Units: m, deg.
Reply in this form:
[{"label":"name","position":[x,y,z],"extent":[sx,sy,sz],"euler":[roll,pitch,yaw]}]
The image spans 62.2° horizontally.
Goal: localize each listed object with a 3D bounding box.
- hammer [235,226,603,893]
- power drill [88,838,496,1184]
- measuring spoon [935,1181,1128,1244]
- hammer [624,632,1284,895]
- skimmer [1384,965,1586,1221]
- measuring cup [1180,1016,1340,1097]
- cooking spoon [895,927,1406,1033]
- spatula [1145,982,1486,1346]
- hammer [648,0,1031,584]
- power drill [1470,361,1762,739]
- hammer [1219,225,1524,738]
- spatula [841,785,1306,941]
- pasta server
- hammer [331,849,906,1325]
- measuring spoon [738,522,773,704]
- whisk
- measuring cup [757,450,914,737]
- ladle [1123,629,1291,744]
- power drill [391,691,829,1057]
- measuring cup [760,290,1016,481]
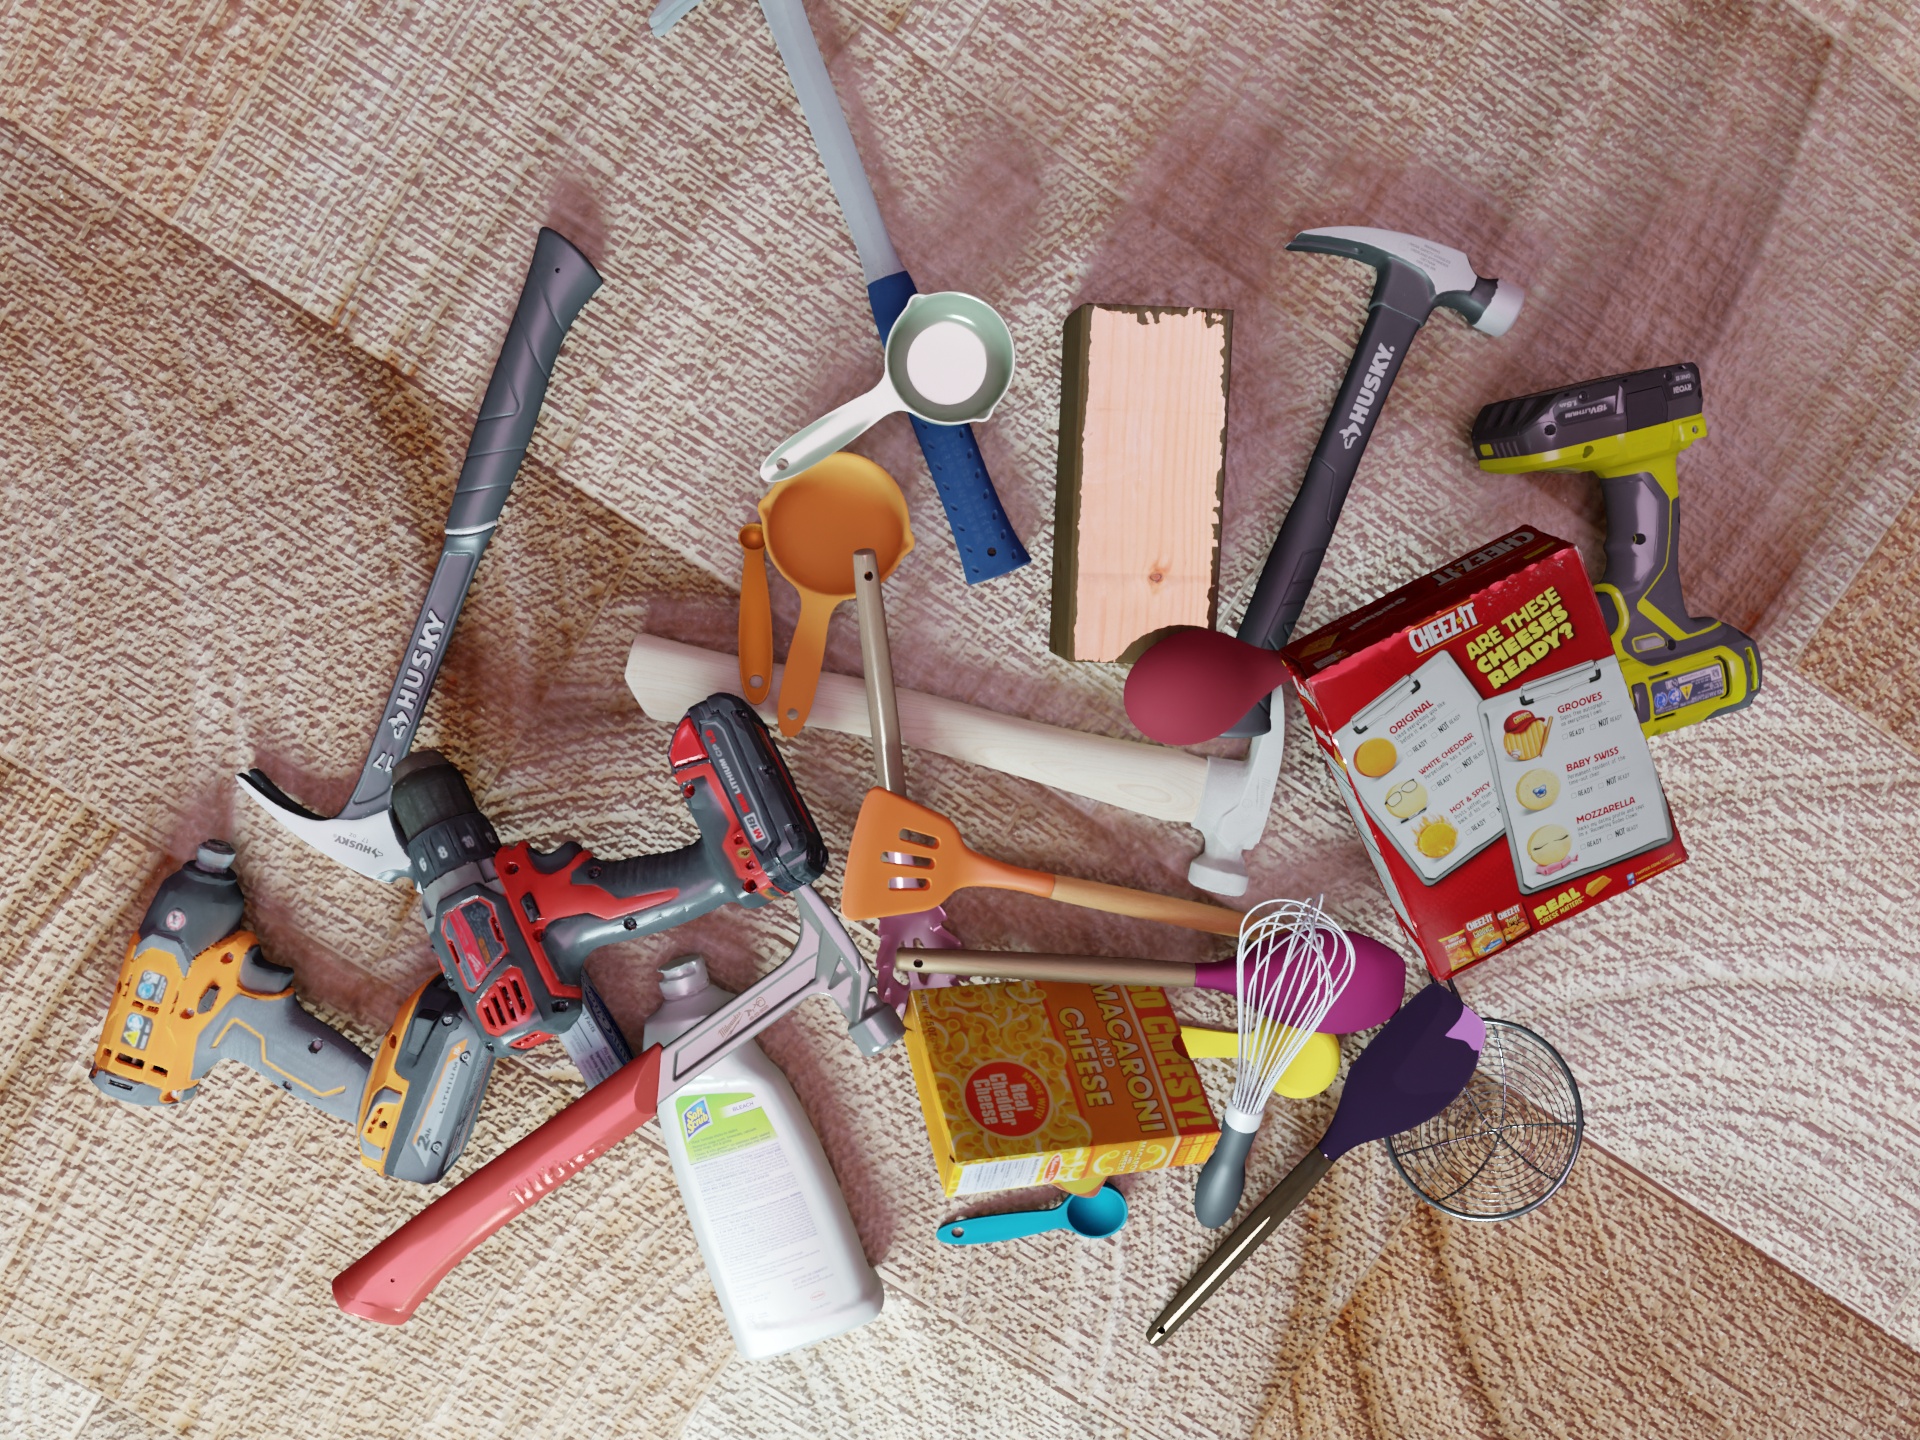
[{"label":"hammer","position":[-0.310,-0.101,0.969],"extent":[0.149,0.036,0.409],"euler":[21,95,-5]},{"label":"power drill","position":[-0.400,0.177,0.975],"extent":[0.226,0.084,0.164],"euler":[19,95,-2]},{"label":"measuring spoon","position":[0.047,0.326,1.052],"extent":[0.128,0.021,0.042],"euler":[-11,110,7]},{"label":"hammer","position":[-0.002,-0.003,0.997],"extent":[0.410,0.038,0.146],"euler":[13,94,-5]},{"label":"skimmer","position":[0.284,0.132,1.002],"extent":[0.127,0.090,0.363],"euler":[-19,96,28]},{"label":"measuring cup","position":[0.172,0.215,1.035],"extent":[0.156,0.029,0.062],"euler":[5,96,-6]},{"label":"cooking spoon","position":[0.119,0.156,0.983],"extent":[0.319,0.017,0.068],"euler":[4,100,-3]},{"label":"spatula","position":[0.220,0.296,1.019],"extent":[0.060,0.018,0.316],"euler":[43,108,16]},{"label":"hammer","position":[-0.054,-0.276,0.961],"extent":[0.144,0.035,0.405],"euler":[-21,98,-1]},{"label":"power drill","position":[0.395,-0.095,0.978],"extent":[0.171,0.080,0.223],"euler":[-15,99,-15]},{"label":"hammer","position":[0.217,-0.143,0.975],"extent":[0.146,0.035,0.335],"euler":[23,88,-6]},{"label":"spatula","position":[0.081,0.109,0.987],"extent":[0.322,0.041,0.081],"euler":[13,89,-16]},{"label":"pasta server","position":[-0.038,0.050,0.966],"extent":[0.060,0.040,0.316],"euler":[-11,113,-13]},{"label":"hammer","position":[-0.217,0.228,0.949],"extent":[0.359,0.036,0.149],"euler":[-35,87,-7]},{"label":"measuring spoon","position":[-0.126,-0.065,0.976],"extent":[0.021,0.011,0.117],"euler":[-2,76,-5]},{"label":"whisk","position":[0.183,0.218,0.980],"extent":[0.070,0.070,0.284],"euler":[6,125,-4]},{"label":"measuring cup","position":[-0.085,-0.075,0.969],"extent":[0.095,0.052,0.173],"euler":[13,91,-5]},{"label":"ladle","position":[0.240,-0.043,0.960],"extent":[0.315,0.031,0.069],"euler":[-14,112,-24]},{"label":"power drill","position":[-0.212,0.066,0.927],"extent":[0.226,0.080,0.188],"euler":[-28,77,0]},{"label":"measuring cup","position":[-0.045,-0.188,0.936],"extent":[0.167,0.038,0.083],"euler":[-32,98,2]}]
